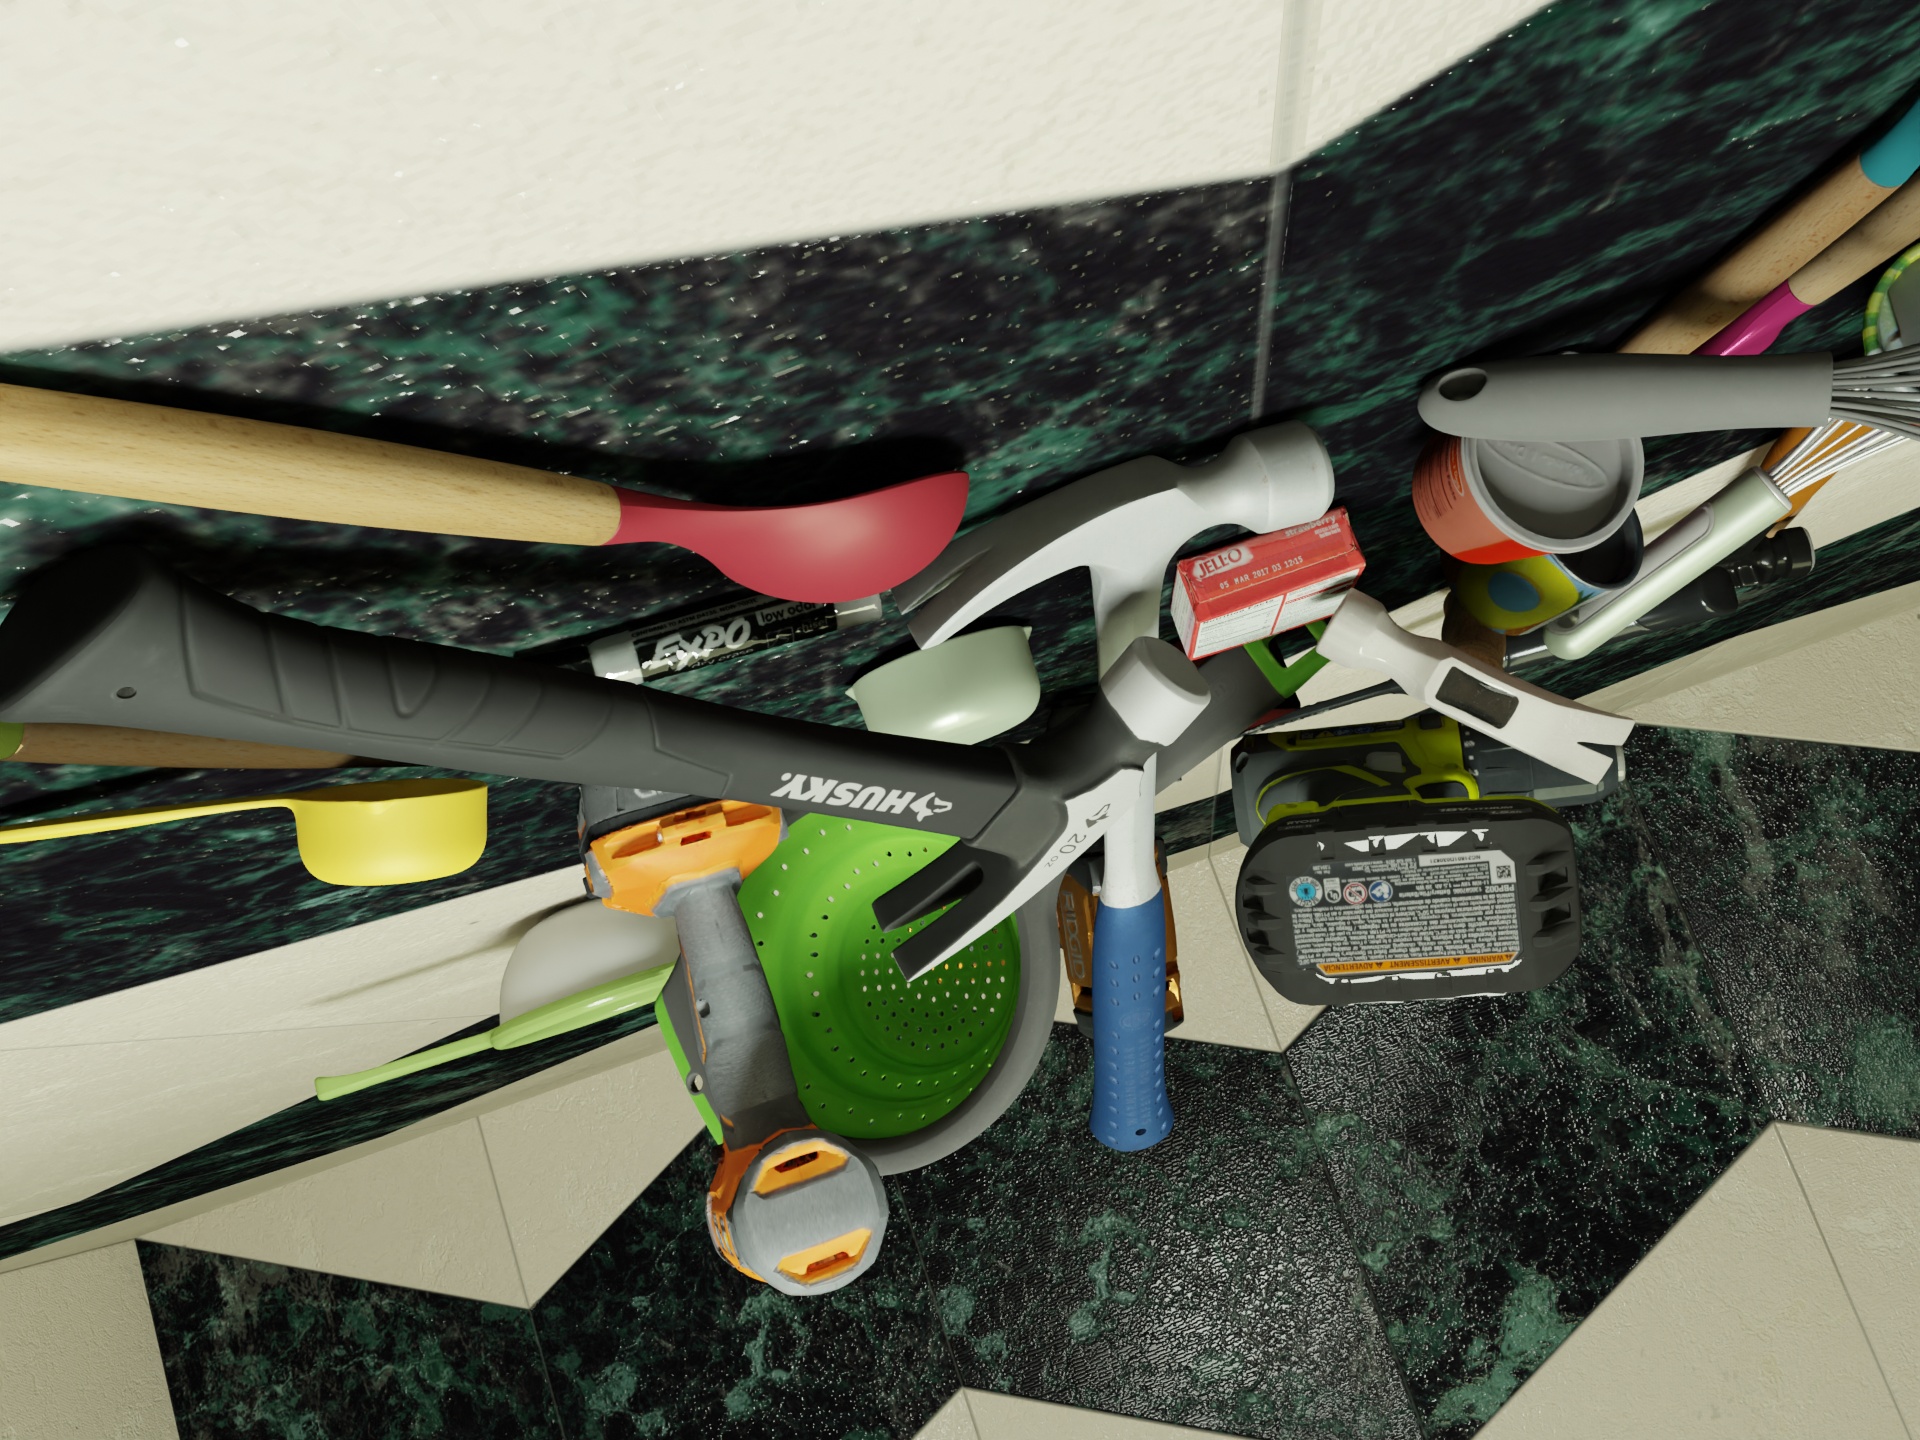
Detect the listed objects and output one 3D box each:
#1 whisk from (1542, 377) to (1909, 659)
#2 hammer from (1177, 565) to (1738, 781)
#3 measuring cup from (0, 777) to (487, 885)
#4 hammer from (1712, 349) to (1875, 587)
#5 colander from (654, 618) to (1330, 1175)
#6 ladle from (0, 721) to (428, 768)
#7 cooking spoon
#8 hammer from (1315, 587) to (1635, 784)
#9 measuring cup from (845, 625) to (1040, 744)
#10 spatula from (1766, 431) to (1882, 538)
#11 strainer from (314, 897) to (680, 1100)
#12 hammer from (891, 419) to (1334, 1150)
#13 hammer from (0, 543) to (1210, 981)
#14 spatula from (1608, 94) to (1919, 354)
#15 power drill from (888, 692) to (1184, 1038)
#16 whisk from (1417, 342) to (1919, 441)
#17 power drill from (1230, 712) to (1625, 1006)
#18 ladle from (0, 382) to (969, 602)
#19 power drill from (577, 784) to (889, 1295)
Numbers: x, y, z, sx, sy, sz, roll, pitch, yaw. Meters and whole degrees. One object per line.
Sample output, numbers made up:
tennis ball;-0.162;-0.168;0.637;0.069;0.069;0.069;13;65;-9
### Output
whisk;0.355;-0.105;0.683;0.059;0.058;0.246;34;121;-27
hammer;0.268;-0.019;0.999;0.409;0.036;0.149;-18;172;25
measuring cup;-0.224;0.039;0.485;0.156;0.029;0.062;-5;-175;-10
hammer;0.428;-0.119;0.852;0.127;0.034;0.336;-11;168;12
colander;0.029;0.079;0.808;0.397;0.205;0.094;-38;158;13
ladle;-0.214;0.015;0.395;0.078;0.062;0.320;-9;175;18
cooking spoon;0.294;-0.156;0.517;0.069;0.017;0.319;-24;172;-20
hammer;0.254;-0.036;0.779;0.031;0.130;0.331;-64;168;17
measuring cup;-0.001;-0.002;0.708;0.083;0.038;0.167;-19;171;0
spatula;0.501;-0.140;0.942;0.060;0.018;0.315;-17;169;15
strainer;-0.271;0.162;0.971;0.256;0.069;0.151;-17;171;-7
hammer;0.063;0.063;0.645;0.144;0.035;0.405;-16;137;-9
hammer;-0.079;0.011;0.442;0.334;0.035;0.146;11;129;-43
spatula;0.257;-0.139;0.469;0.082;0.044;0.317;-20;171;-14
power drill;0.037;0.078;0.922;0.084;0.185;0.226;-13;-174;-31
whisk;0.262;-0.098;0.485;0.239;0.055;0.055;4;178;24
power drill;0.218;0.048;0.739;0.190;0.080;0.228;-6;-167;15
ladle;-0.099;-0.050;0.351;0.069;0.031;0.315;-25;166;34
power drill;-0.102;0.132;0.695;0.084;0.226;0.164;-15;168;-18
